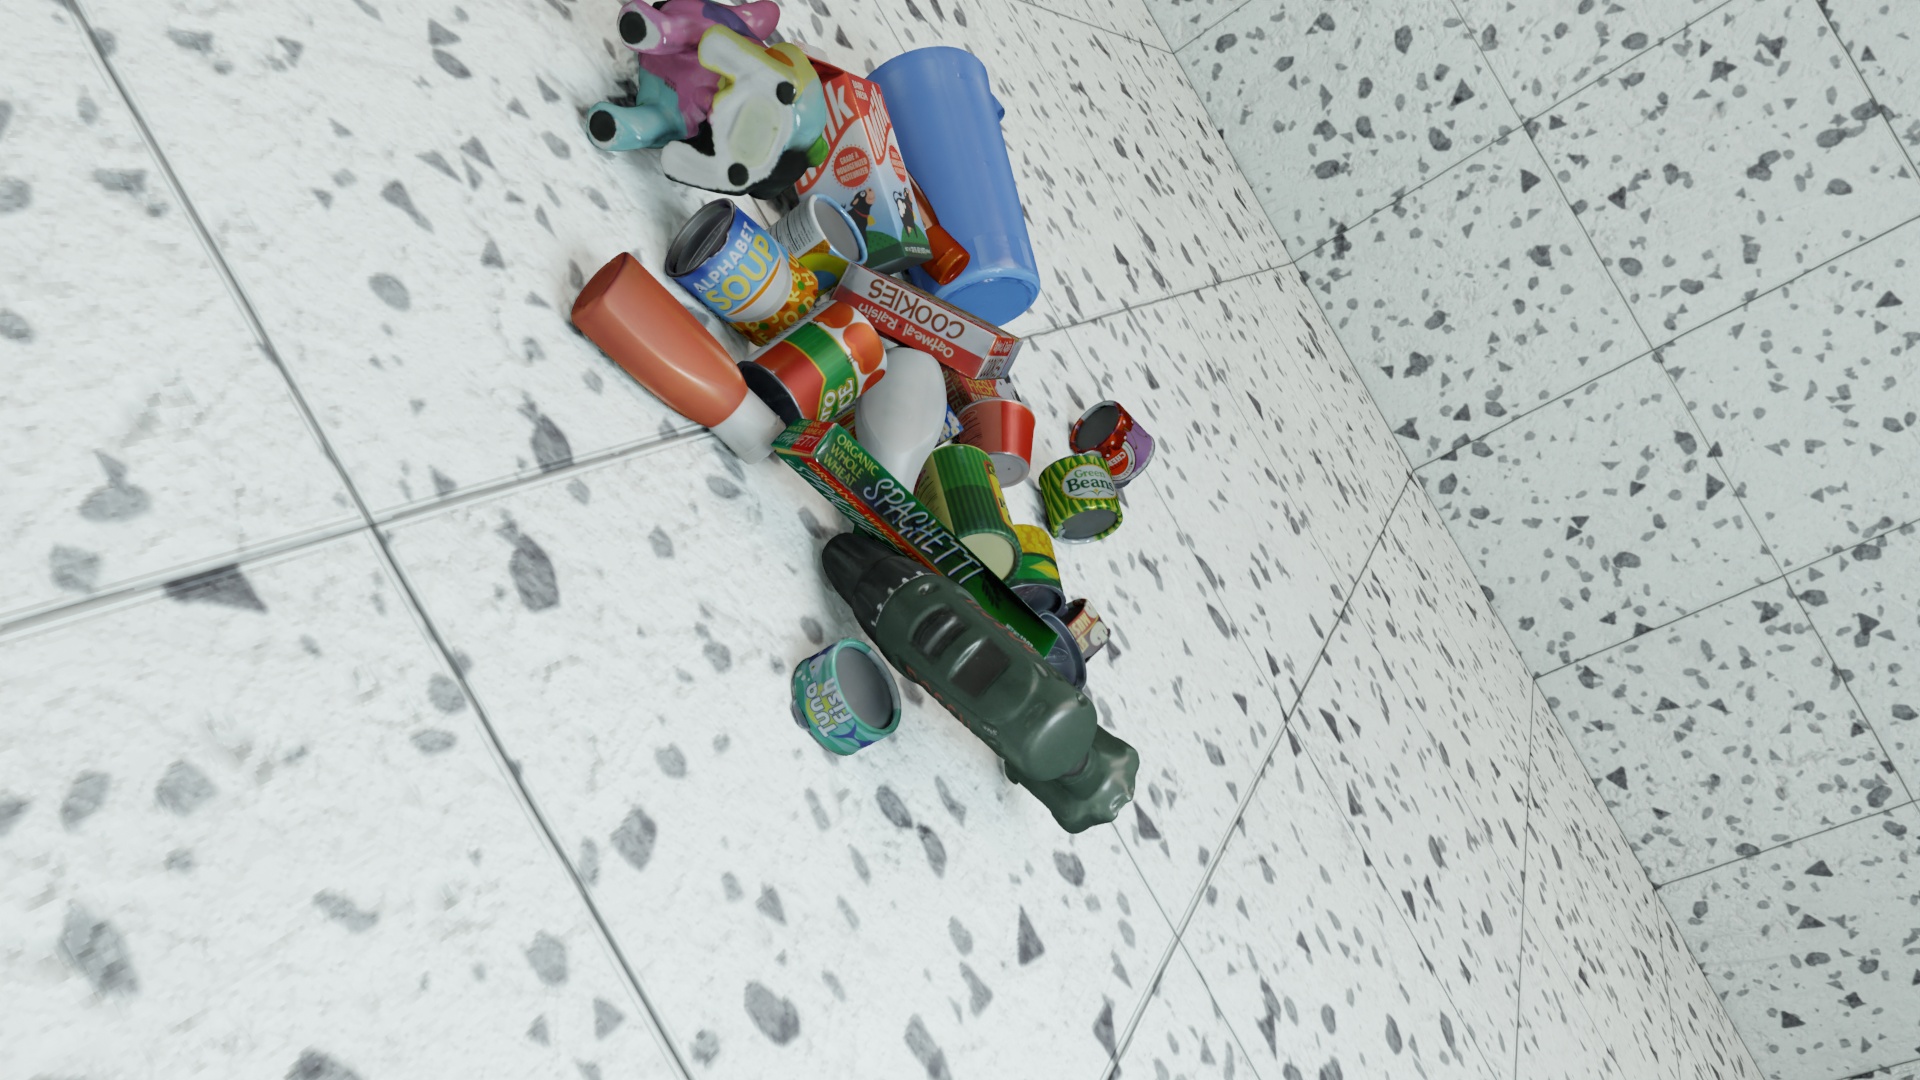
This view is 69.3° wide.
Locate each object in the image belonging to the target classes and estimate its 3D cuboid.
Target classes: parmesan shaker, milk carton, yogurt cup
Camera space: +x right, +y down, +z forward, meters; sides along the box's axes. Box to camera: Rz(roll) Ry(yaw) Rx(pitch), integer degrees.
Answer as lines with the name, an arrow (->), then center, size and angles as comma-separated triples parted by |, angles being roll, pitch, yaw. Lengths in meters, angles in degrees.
parmesan shaker -> 0.004, -0.013, 1.029 | 0.071, 0.071, 0.103 | 39, 22, -36
milk carton -> -0.093, -0.307, 1.118 | 0.072, 0.073, 0.190 | -26, 99, -70
yogurt cup -> 0.030, -0.080, 1.165 | 0.072, 0.072, 0.054 | 33, 45, -42

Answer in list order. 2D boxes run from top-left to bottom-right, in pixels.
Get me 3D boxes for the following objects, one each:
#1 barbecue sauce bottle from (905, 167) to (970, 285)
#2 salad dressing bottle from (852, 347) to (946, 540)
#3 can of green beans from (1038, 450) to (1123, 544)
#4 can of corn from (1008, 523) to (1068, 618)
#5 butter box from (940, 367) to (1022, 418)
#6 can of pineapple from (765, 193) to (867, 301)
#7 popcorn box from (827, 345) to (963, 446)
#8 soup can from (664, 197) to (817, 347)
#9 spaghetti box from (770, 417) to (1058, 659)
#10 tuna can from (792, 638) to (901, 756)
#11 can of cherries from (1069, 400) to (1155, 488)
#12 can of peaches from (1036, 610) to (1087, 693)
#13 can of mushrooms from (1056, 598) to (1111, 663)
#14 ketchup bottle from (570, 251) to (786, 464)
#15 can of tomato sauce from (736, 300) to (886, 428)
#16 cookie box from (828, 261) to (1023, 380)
barbecue sauce bottle -> -0.055, -0.279, 1.175 | 0.148, 0.064, 0.044 | 46, 12, 10
salad dressing bottle -> -0.048, -0.060, 0.974 | 0.064, 0.044, 0.148 | 11, 74, -7
can of green beans -> 0.109, -0.037, 1.253 | 0.071, 0.071, 0.058 | 27, 42, -48
can of corn -> 0.046, 0.029, 1.077 | 0.071, 0.071, 0.058 | 31, 38, -45
butter box -> 0.019, -0.129, 1.238 | 0.103, 0.024, 0.053 | -2, 64, -61
can of pineapple -> -0.112, -0.222, 1.064 | 0.071, 0.057, 0.071 | 42, 32, -33
popcorn box -> -0.055, -0.099, 1.063 | 0.085, 0.038, 0.127 | 58, 27, -2
soup can -> -0.148, -0.181, 0.949 | 0.083, 0.071, 0.072 | 38, 34, -37
spaghetti box -> -0.025, 0.005, 0.924 | 0.249, 0.050, 0.029 | 44, 71, -34
tuna can -> -0.070, 0.095, 0.848 | 0.071, 0.032, 0.071 | 42, 31, -33
can of cherries -> 0.151, -0.096, 1.387 | 0.058, 0.071, 0.072 | 42, 32, -33
can of peaches -> 0.053, 0.096, 1.033 | 0.071, 0.058, 0.071 | 42, 32, -34
can of mushrooms -> 0.083, 0.078, 1.092 | 0.033, 0.071, 0.071 | 54, 27, -10
ketchup bottle -> -0.171, -0.108, 0.864 | 0.148, 0.043, 0.065 | 45, 31, -28
can of tomato sauce -> -0.099, -0.111, 0.929 | 0.083, 0.071, 0.071 | -43, 103, -31
cookie box -> -0.023, -0.167, 1.079 | 0.123, 0.040, 0.168 | 27, 10, 5
